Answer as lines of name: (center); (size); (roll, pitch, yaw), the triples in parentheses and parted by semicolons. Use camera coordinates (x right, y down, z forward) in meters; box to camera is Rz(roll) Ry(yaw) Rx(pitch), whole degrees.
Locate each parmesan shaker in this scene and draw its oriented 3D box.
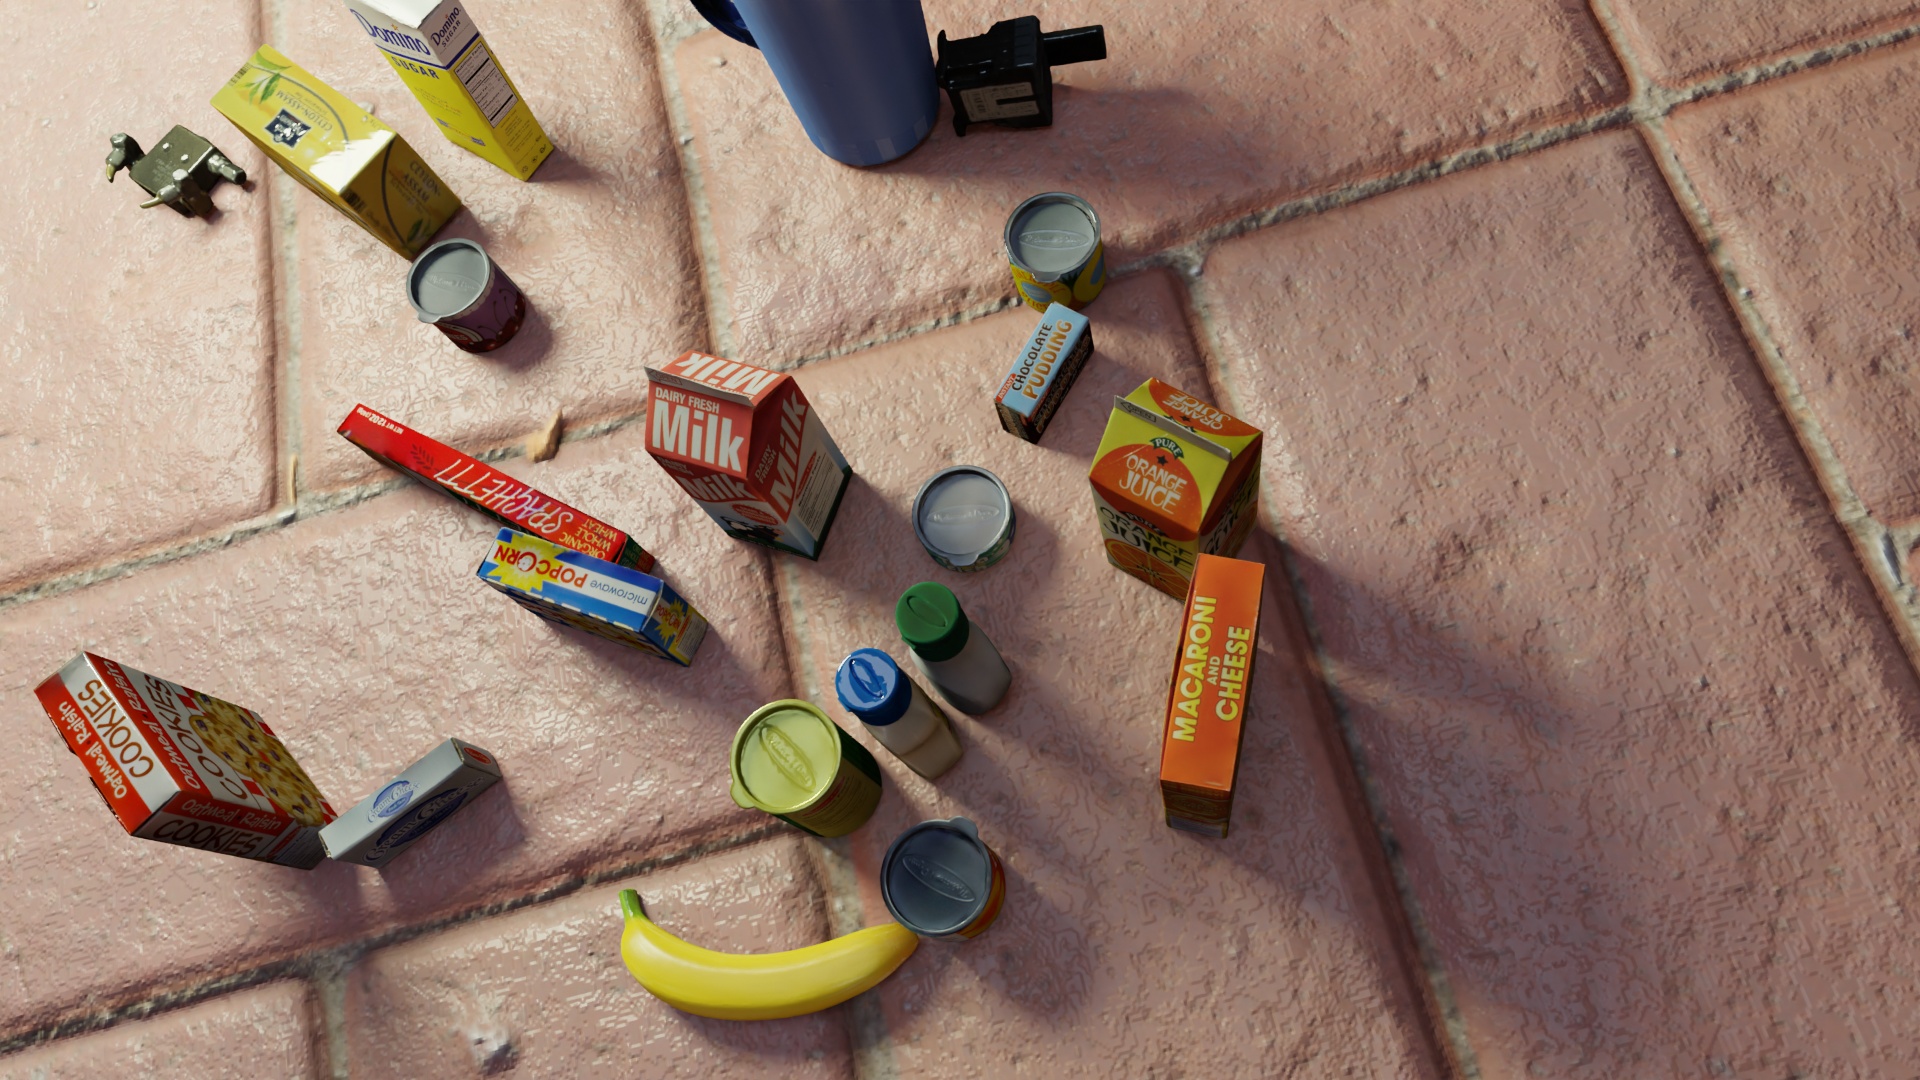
parmesan shaker: (-0.093, 0.142, 0.839); (0.071, 0.102, 0.071); (-3, 69, 9)

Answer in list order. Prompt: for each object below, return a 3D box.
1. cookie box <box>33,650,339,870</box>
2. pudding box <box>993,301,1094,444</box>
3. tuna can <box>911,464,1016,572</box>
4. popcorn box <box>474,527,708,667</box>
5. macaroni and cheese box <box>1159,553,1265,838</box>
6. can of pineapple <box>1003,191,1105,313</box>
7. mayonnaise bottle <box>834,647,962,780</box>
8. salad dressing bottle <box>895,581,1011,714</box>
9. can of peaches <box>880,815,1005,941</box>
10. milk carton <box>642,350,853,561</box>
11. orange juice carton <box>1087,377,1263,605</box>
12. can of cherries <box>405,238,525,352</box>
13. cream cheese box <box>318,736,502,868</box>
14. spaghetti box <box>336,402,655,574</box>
cookie box: (-0.479, 0.143, 0.874); (0.040, 0.167, 0.123); (-45, 69, -7)
pudding box: (0.057, -0.113, 0.937); (0.030, 0.049, 0.084); (27, 77, 18)
tuna can: (0.003, -0.012, 0.917); (0.071, 0.032, 0.071); (-3, 69, 9)
popcorn box: (-0.240, 0.038, 0.915); (0.127, 0.085, 0.038); (17, 74, 16)
macaroni and cheese box: (0.141, 0.093, 0.780); (0.040, 0.166, 0.124); (8, 72, 13)
can of pineapple: (0.066, -0.196, 0.962); (0.071, 0.057, 0.071); (-3, 69, 9)
mayonnaise bottle: (-0.038, 0.100, 0.820); (0.041, 0.147, 0.065); (-39, 68, -5)
salad dressing bottle: (-0.006, 0.065, 0.828); (0.064, 0.147, 0.044); (36, 80, 20)
can of peaches: (-0.008, 0.201, 0.825); (0.071, 0.058, 0.071); (-3, 69, 9)
milk carton: (-0.135, -0.058, 0.875); (0.072, 0.190, 0.073); (16, 74, 16)
orange juice carton: (0.128, -0.030, 0.815); (0.072, 0.192, 0.073); (30, 78, 19)
can of cherries: (-0.369, -0.180, 1.035); (0.071, 0.058, 0.072); (-3, 69, 9)
cream cheese box: (-0.355, 0.172, 0.902); (0.104, 0.053, 0.024); (-36, 68, -4)
spaghetti box: (-0.327, -0.031, 0.976); (0.250, 0.050, 0.029); (24, 76, 18)
